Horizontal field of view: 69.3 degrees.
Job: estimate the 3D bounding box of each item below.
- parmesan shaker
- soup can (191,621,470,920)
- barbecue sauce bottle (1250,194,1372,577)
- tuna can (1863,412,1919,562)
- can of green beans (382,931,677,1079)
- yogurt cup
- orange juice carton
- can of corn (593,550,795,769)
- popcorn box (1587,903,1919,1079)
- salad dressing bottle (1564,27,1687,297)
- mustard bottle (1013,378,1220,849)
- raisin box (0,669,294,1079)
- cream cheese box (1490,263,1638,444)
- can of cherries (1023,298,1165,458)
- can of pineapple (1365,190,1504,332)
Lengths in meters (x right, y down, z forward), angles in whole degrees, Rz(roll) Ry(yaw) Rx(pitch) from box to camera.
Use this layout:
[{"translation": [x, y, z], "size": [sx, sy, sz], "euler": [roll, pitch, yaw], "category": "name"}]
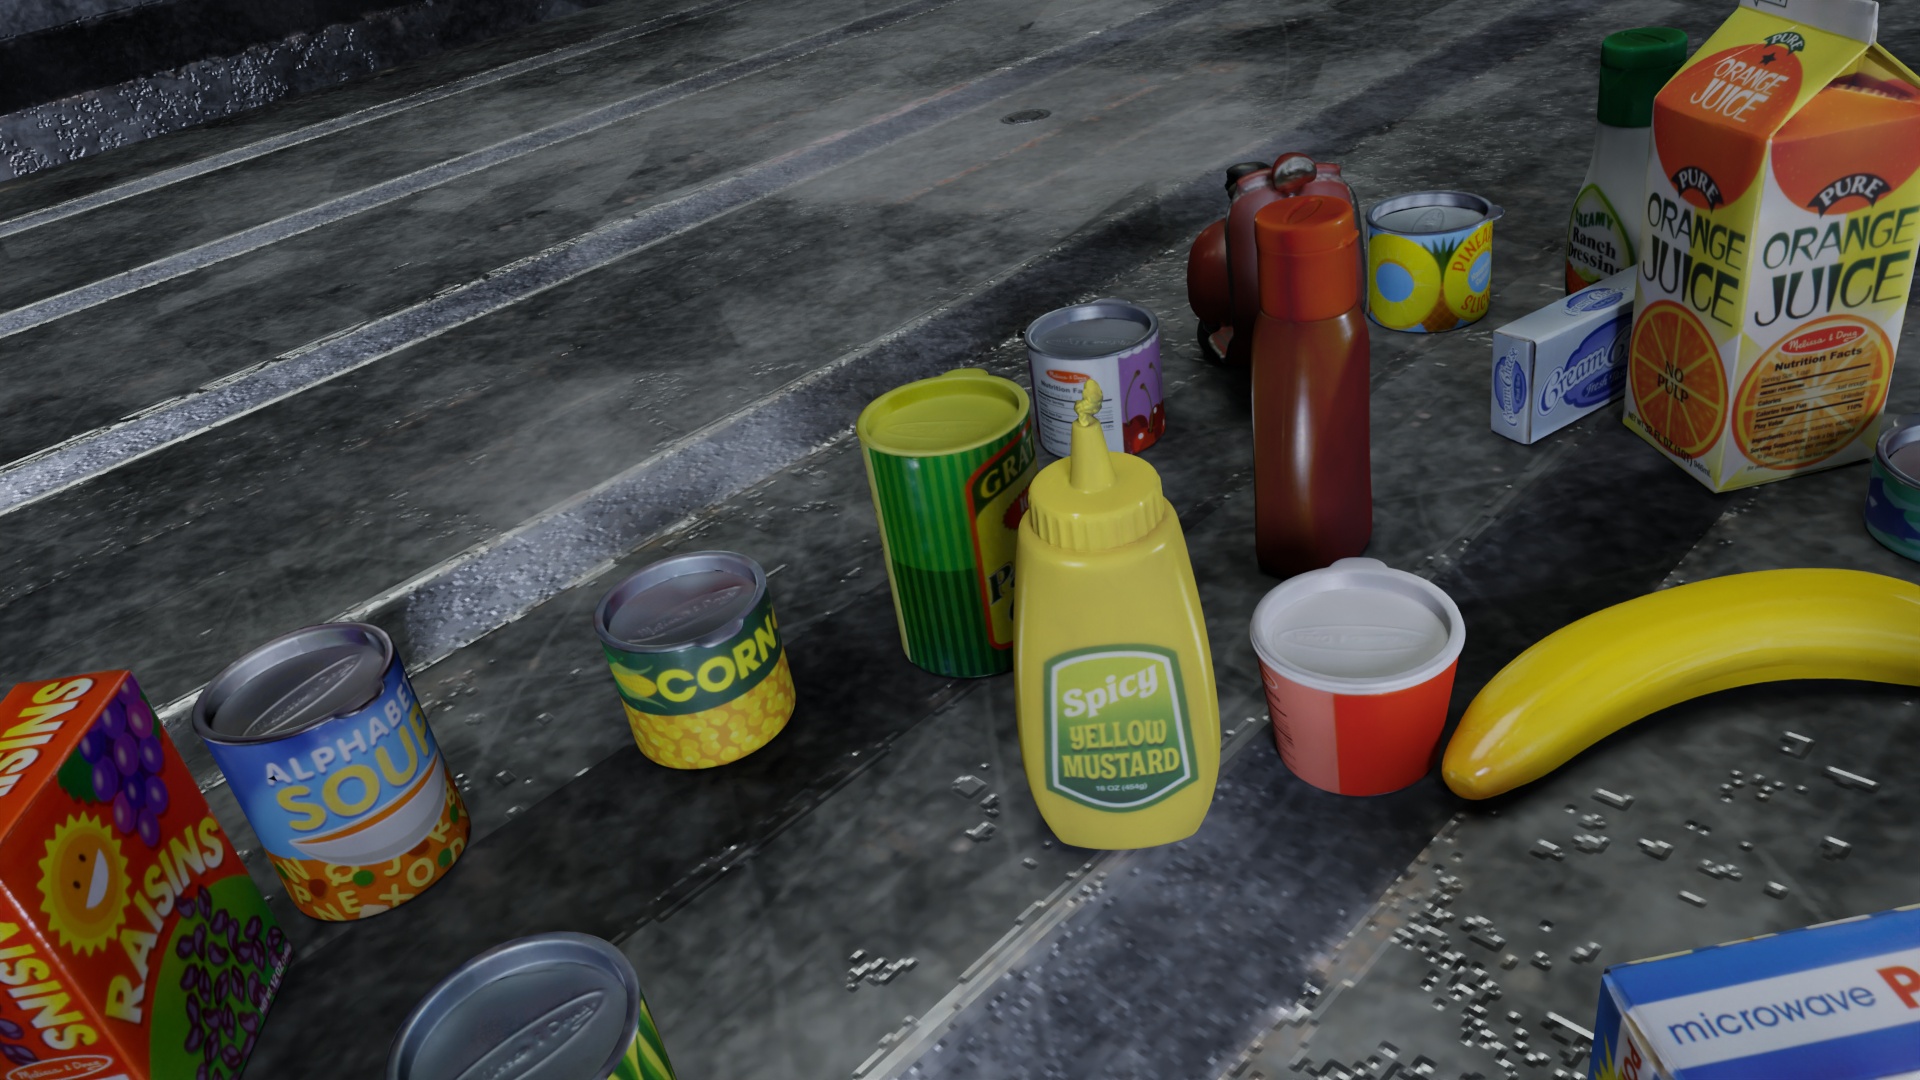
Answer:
[{"translation": [0.002, -0.007, 0.550], "size": [0.071, 0.102, 0.071], "euler": [-8, 31, 5], "category": "parmesan shaker"}, {"translation": [-0.216, 0.082, 0.488], "size": [0.071, 0.083, 0.072], "euler": [-8, 31, 5], "category": "soup can"}, {"translation": [0.140, -0.061, 0.554], "size": [0.043, 0.147, 0.065], "euler": [11, 37, 32], "category": "barbecue sauce bottle"}, {"translation": [0.381, -0.019, 0.526], "size": [0.071, 0.032, 0.071], "euler": [-7, 31, 5], "category": "tuna can"}, {"translation": [-0.110, 0.150, 0.371], "size": [0.071, 0.057, 0.071], "euler": [-8, 31, 5], "category": "can of green beans"}, {"translation": [0.133, 0.048, 0.468], "size": [0.072, 0.053, 0.073], "euler": [-8, 31, 5], "category": "yogurt cup"}, {"translation": [0.327, -0.123, 0.559], "size": [0.073, 0.191, 0.072], "euler": [-12, 31, -3], "category": "orange juice carton"}, {"translation": [-0.100, 0.047, 0.536], "size": [0.071, 0.058, 0.071], "euler": [-8, 31, 5], "category": "can of corn"}, {"translation": [0.202, 0.121, 0.298], "size": [0.127, 0.084, 0.038], "euler": [-11, 31, -1], "category": "popcorn box"}, {"translation": [0.329, -0.172, 0.682], "size": [0.044, 0.147, 0.064], "euler": [-15, 31, -7], "category": "salad dressing bottle"}, {"translation": [0.045, 0.025, 0.431], "size": [0.065, 0.159, 0.049], "euler": [-7, 31, 6], "category": "mustard bottle"}, {"translation": [-0.253, 0.113, 0.410], "size": [0.040, 0.122, 0.086], "euler": [-10, 31, 1], "category": "raisin box"}, {"translation": [0.291, -0.088, 0.646], "size": [0.104, 0.053, 0.024], "euler": [-24, 33, -22], "category": "cream cheese box"}, {"translation": [0.070, -0.081, 0.695], "size": [0.071, 0.058, 0.072], "euler": [-8, 31, 5], "category": "can of cherries"}, {"translation": [0.256, -0.152, 0.757], "size": [0.071, 0.057, 0.071], "euler": [-8, 31, 5], "category": "can of pineapple"}]
